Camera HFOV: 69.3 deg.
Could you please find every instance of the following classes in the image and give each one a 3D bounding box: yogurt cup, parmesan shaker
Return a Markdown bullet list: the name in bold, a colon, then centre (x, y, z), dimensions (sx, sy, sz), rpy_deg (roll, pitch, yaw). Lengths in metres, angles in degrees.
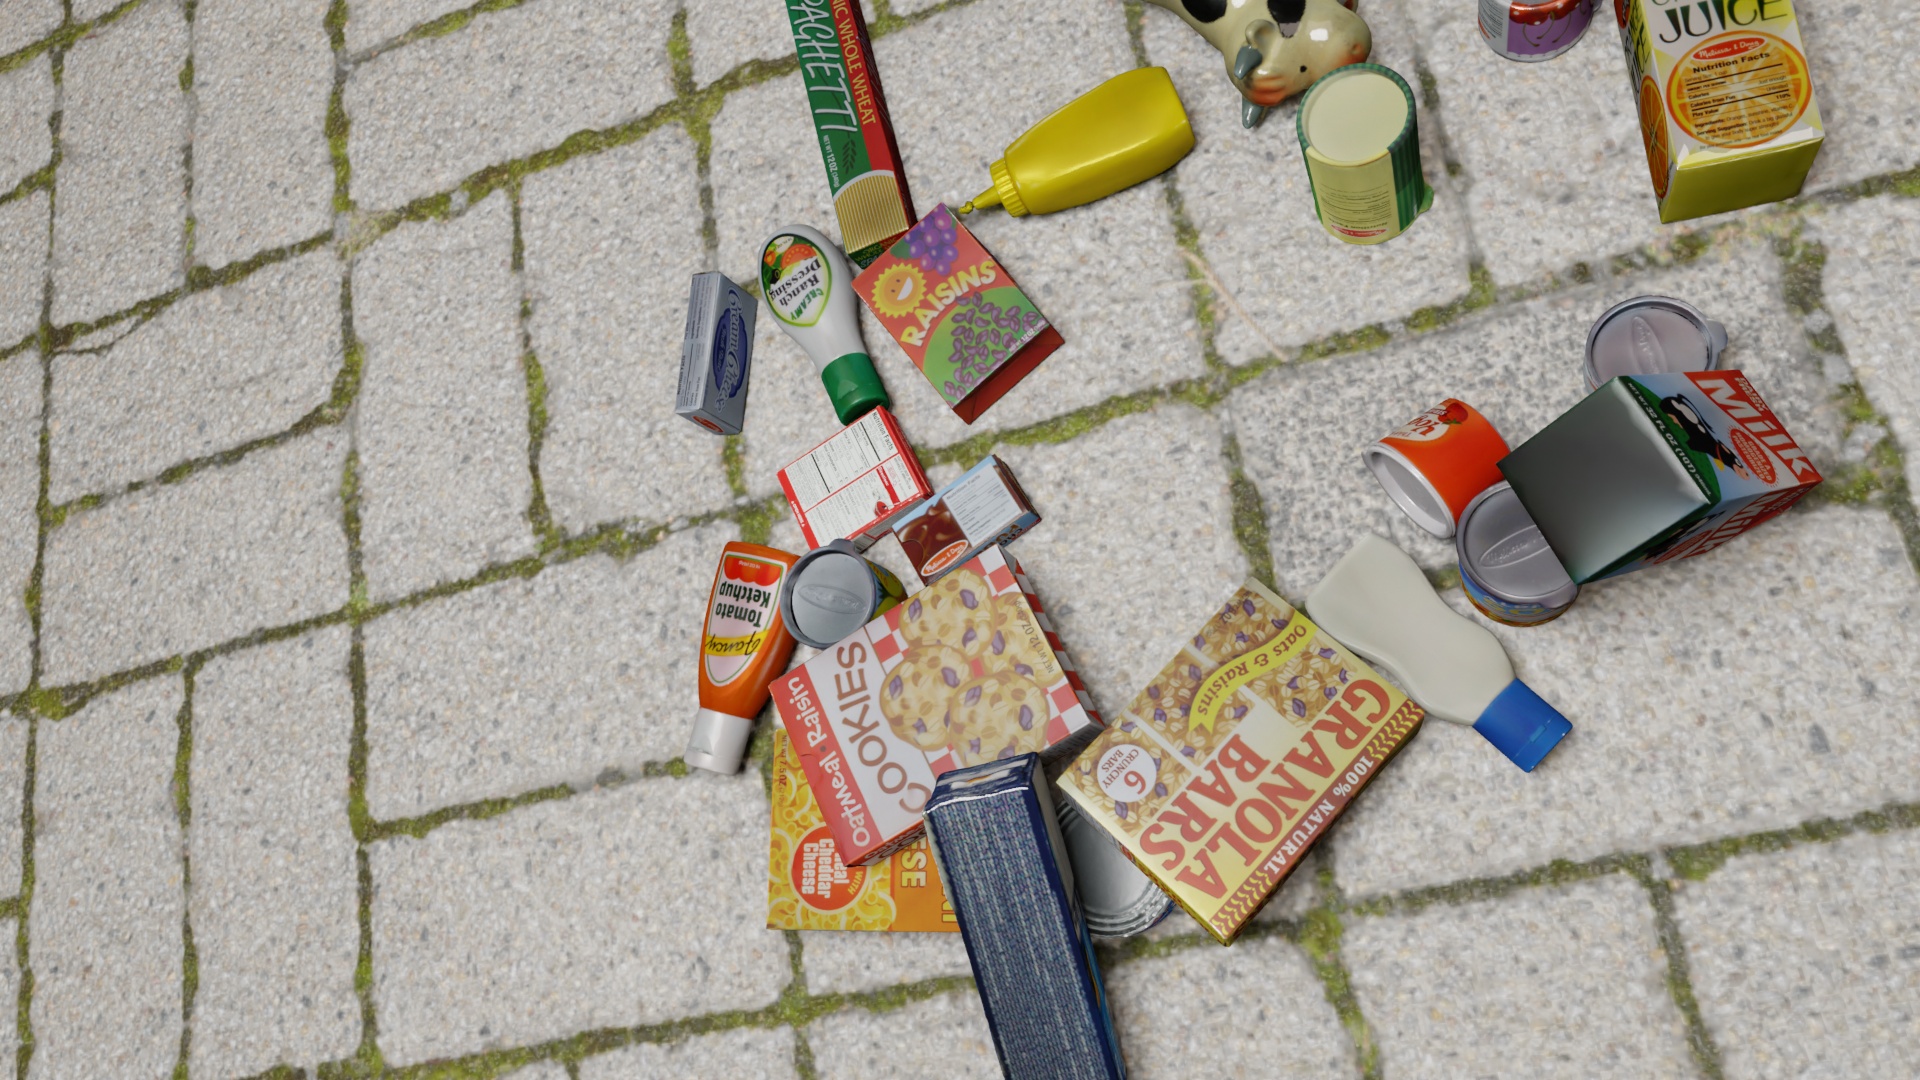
- **yogurt cup**: centre (0.271, -0.043, 0.780), dimensions (0.054, 0.072, 0.072), rpy_deg (-39, 67, -1)
- **parmesan shaker**: centre (0.239, -0.225, 0.815), dimensions (0.071, 0.103, 0.071), rpy_deg (-5, 75, 19)

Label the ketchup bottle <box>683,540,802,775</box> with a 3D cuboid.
- **ketchup bottle**: centre (-0.143, 0.078, 0.913), dimensions (0.065, 0.043, 0.149), rpy_deg (11, 81, 25)

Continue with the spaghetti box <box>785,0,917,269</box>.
- **spaghetti box**: centre (-0.081, -0.314, 0.997), dimensions (0.050, 0.028, 0.250), rpy_deg (-19, 71, 14)

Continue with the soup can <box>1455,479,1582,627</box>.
- **soup can**: centre (0.302, 0.011, 0.742), dimensions (0.071, 0.083, 0.071), rpy_deg (-5, 75, 20)

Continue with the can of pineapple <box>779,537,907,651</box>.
- **can of pineapple**: centre (-0.072, 0.040, 0.888), dimensions (0.071, 0.058, 0.071), rpy_deg (-5, 75, 19)

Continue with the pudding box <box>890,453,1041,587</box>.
- **pudding box**: centre (0.003, -0.011, 0.888), dimensions (0.083, 0.030, 0.050), rpy_deg (-36, 69, 9)

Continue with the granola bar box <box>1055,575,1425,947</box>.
- **granola bar box**: centre (0.154, 0.120, 0.771), dimensions (0.166, 0.039, 0.124), rpy_deg (-44, 66, -12)

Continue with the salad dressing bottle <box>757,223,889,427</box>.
- **salad dressing bottle**: centre (-0.092, -0.147, 0.950), dimensions (0.064, 0.044, 0.148), rpy_deg (-32, 68, 17)

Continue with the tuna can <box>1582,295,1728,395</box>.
- **tuna can**: centre (0.383, -0.100, 0.768), dimensions (0.071, 0.033, 0.071), rpy_deg (-5, 75, 19)

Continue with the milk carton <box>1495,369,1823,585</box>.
- **milk carton**: centre (0.359, -0.036, 0.692), dimensions (0.073, 0.191, 0.072), rpy_deg (-46, 63, 42)

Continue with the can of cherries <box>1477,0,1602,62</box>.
- **can of cherries**: centre (0.345, -0.331, 0.827), dimensions (0.071, 0.058, 0.071), rpy_deg (-5, 75, 20)

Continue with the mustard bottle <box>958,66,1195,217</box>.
- **mustard bottle**: centre (0.071, -0.252, 0.914), dimensions (0.160, 0.049, 0.065), rpy_deg (-22, 70, 15)

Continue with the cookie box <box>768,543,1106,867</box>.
- **cookie box**: centre (-0.017, 0.098, 0.819), dimensions (0.167, 0.040, 0.123), rpy_deg (-32, 66, 10)

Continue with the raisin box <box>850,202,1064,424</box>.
- **raisin box**: centre (-0.003, -0.151, 0.921), dimensions (0.086, 0.040, 0.123), rpy_deg (-41, 68, 7)

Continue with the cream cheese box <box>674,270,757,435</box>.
- **cream cheese box**: centre (-0.170, -0.131, 0.970), dimensions (0.024, 0.053, 0.104), rpy_deg (0, 76, 22)

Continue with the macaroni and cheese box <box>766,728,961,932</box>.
- **macaroni and cheese box**: centre (-0.033, 0.175, 0.848), dimensions (0.166, 0.040, 0.124), rpy_deg (-5, 74, 20)

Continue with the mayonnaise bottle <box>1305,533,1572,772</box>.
- **mayonnaise bottle**: centre (0.265, 0.064, 0.767), dimensions (0.065, 0.041, 0.148), rpy_deg (-47, 67, 3)

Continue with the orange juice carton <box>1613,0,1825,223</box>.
- **orange juice carton**: centre (0.418, -0.286, 0.781), dimensions (0.073, 0.071, 0.193), rpy_deg (-9, 74, 18)
